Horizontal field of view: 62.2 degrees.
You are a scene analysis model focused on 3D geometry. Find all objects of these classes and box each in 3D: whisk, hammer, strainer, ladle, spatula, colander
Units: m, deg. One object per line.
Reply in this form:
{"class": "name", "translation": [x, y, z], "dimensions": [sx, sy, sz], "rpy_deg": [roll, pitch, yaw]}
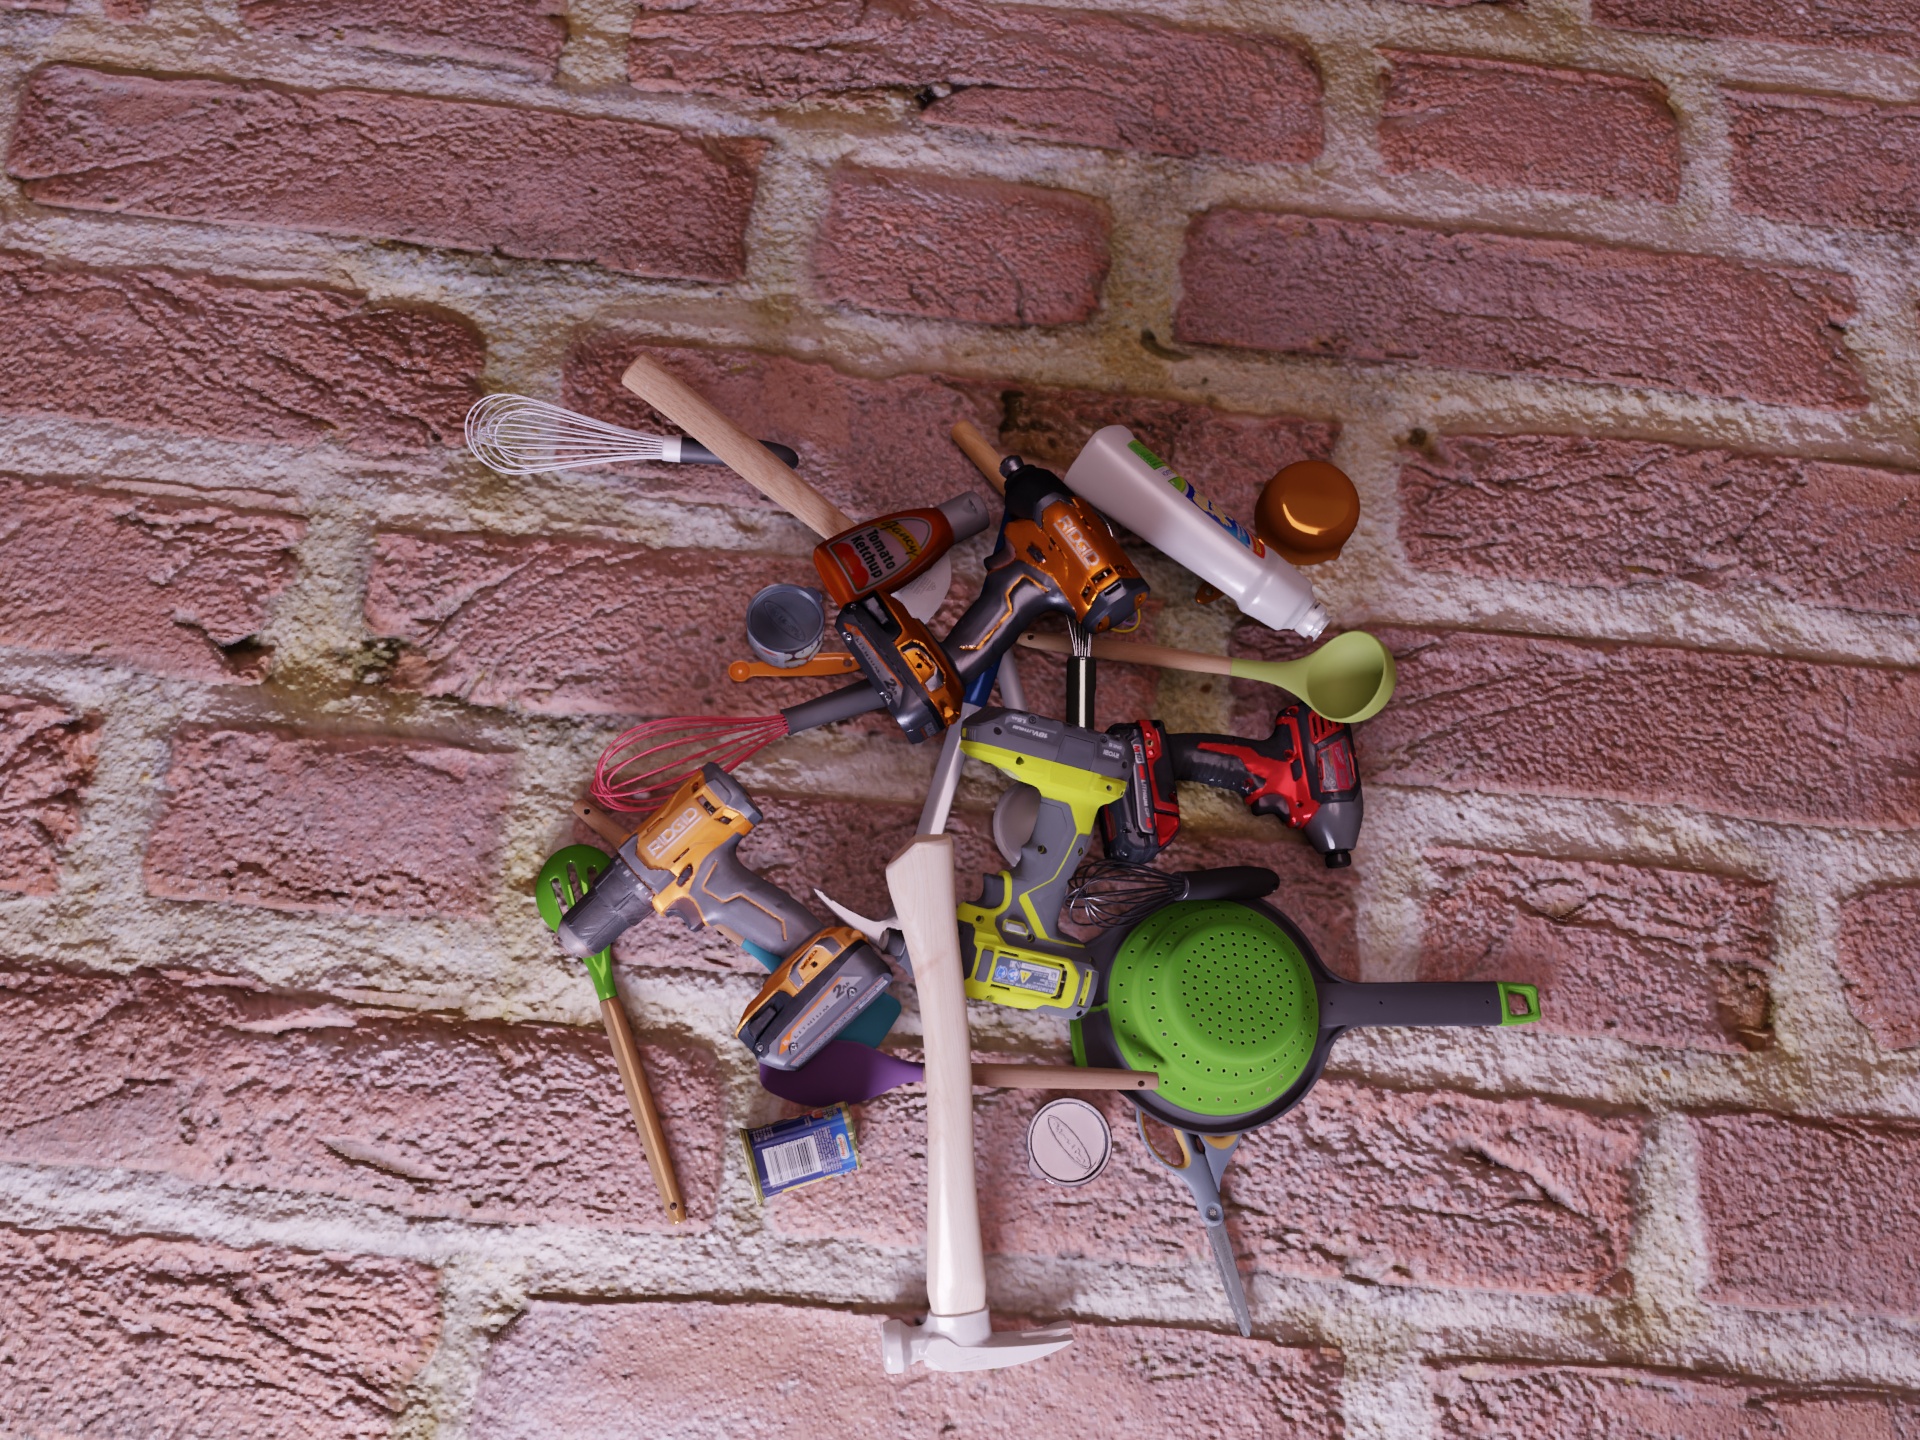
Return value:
{"class": "whisk", "translation": [0.102, -0.059, 1.328], "dimensions": [0.059, 0.058, 0.246], "rpy_deg": [3, 84, -22]}
{"class": "whisk", "translation": [0.170, 0.132, 1.239], "dimensions": [0.238, 0.055, 0.055], "rpy_deg": [2, 72, -40]}
{"class": "whisk", "translation": [-0.282, -0.240, 1.376], "dimensions": [0.284, 0.070, 0.070], "rpy_deg": [4, 75, -8]}
{"class": "hammer", "translation": [0.001, 0.288, 1.192], "dimensions": [0.146, 0.038, 0.410], "rpy_deg": [-4, 98, -4]}
{"class": "strainer", "translation": [0.055, 0.023, 1.342], "dimensions": [0.087, 0.050, 0.259], "rpy_deg": [-11, 73, -11]}
{"class": "ladle", "translation": [0.200, -0.053, 1.329], "dimensions": [0.320, 0.062, 0.078], "rpy_deg": [9, 76, 14]}
{"class": "spatula", "translation": [-0.193, 0.165, 1.293], "dimensions": [0.317, 0.044, 0.082], "rpy_deg": [37, 77, 10]}
{"class": "whisk", "translation": [0.072, -0.171, 1.393], "dimensions": [0.047, 0.051, 0.245], "rpy_deg": [-39, 78, -7]}
{"class": "spatula", "translation": [-0.003, 0.279, 1.249], "dimensions": [0.316, 0.018, 0.059], "rpy_deg": [0, 105, 7]}
{"class": "whisk", "translation": [-0.164, 0.007, 1.319], "dimensions": [0.296, 0.073, 0.073], "rpy_deg": [-19, 78, -15]}
{"class": "hammer", "translation": [-0.002, -0.004, 1.319], "dimensions": [0.144, 0.035, 0.405], "rpy_deg": [16, 80, 7]}
{"class": "colander", "translation": [0.289, 0.222, 1.272], "dimensions": [0.397, 0.094, 0.205], "rpy_deg": [0, 70, -7]}
{"class": "hammer", "translation": [-0.147, -0.201, 1.362], "dimensions": [0.331, 0.031, 0.130], "rpy_deg": [39, 73, -5]}

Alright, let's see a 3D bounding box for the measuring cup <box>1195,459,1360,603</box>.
{"class": "measuring cup", "translation": [0.277, -0.162, 1.400], "dimensions": [0.173, 0.052, 0.095], "rpy_deg": [-38, 81, -14]}

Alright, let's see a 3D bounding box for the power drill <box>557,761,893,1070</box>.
{"class": "power drill", "translation": [-0.187, 0.169, 1.229], "dimensions": [0.185, 0.084, 0.226], "rpy_deg": [-43, 75, -6]}

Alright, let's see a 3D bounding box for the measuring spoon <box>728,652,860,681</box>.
{"class": "measuring spoon", "translation": [-0.140, -0.044, 1.360], "dimensions": [0.117, 0.011, 0.021], "rpy_deg": [-5, 66, -9]}

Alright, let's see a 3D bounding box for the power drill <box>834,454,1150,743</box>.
{"class": "power drill", "translation": [0.015, -0.103, 1.277], "dimensions": [0.226, 0.084, 0.164], "rpy_deg": [-33, 75, -2]}

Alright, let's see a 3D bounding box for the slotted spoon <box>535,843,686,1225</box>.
{"class": "slotted spoon", "translation": [-0.270, 0.245, 1.264], "dimensions": [0.070, 0.031, 0.314], "rpy_deg": [-18, 79, -10]}

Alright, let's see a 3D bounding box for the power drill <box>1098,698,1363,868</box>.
{"class": "power drill", "translation": [0.229, 0.061, 1.329], "dimensions": [0.219, 0.078, 0.143], "rpy_deg": [-5, 75, -9]}

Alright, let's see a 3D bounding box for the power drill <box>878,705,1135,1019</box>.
{"class": "power drill", "translation": [0.040, 0.107, 1.236], "dimensions": [0.171, 0.080, 0.223], "rpy_deg": [15, 87, -16]}
